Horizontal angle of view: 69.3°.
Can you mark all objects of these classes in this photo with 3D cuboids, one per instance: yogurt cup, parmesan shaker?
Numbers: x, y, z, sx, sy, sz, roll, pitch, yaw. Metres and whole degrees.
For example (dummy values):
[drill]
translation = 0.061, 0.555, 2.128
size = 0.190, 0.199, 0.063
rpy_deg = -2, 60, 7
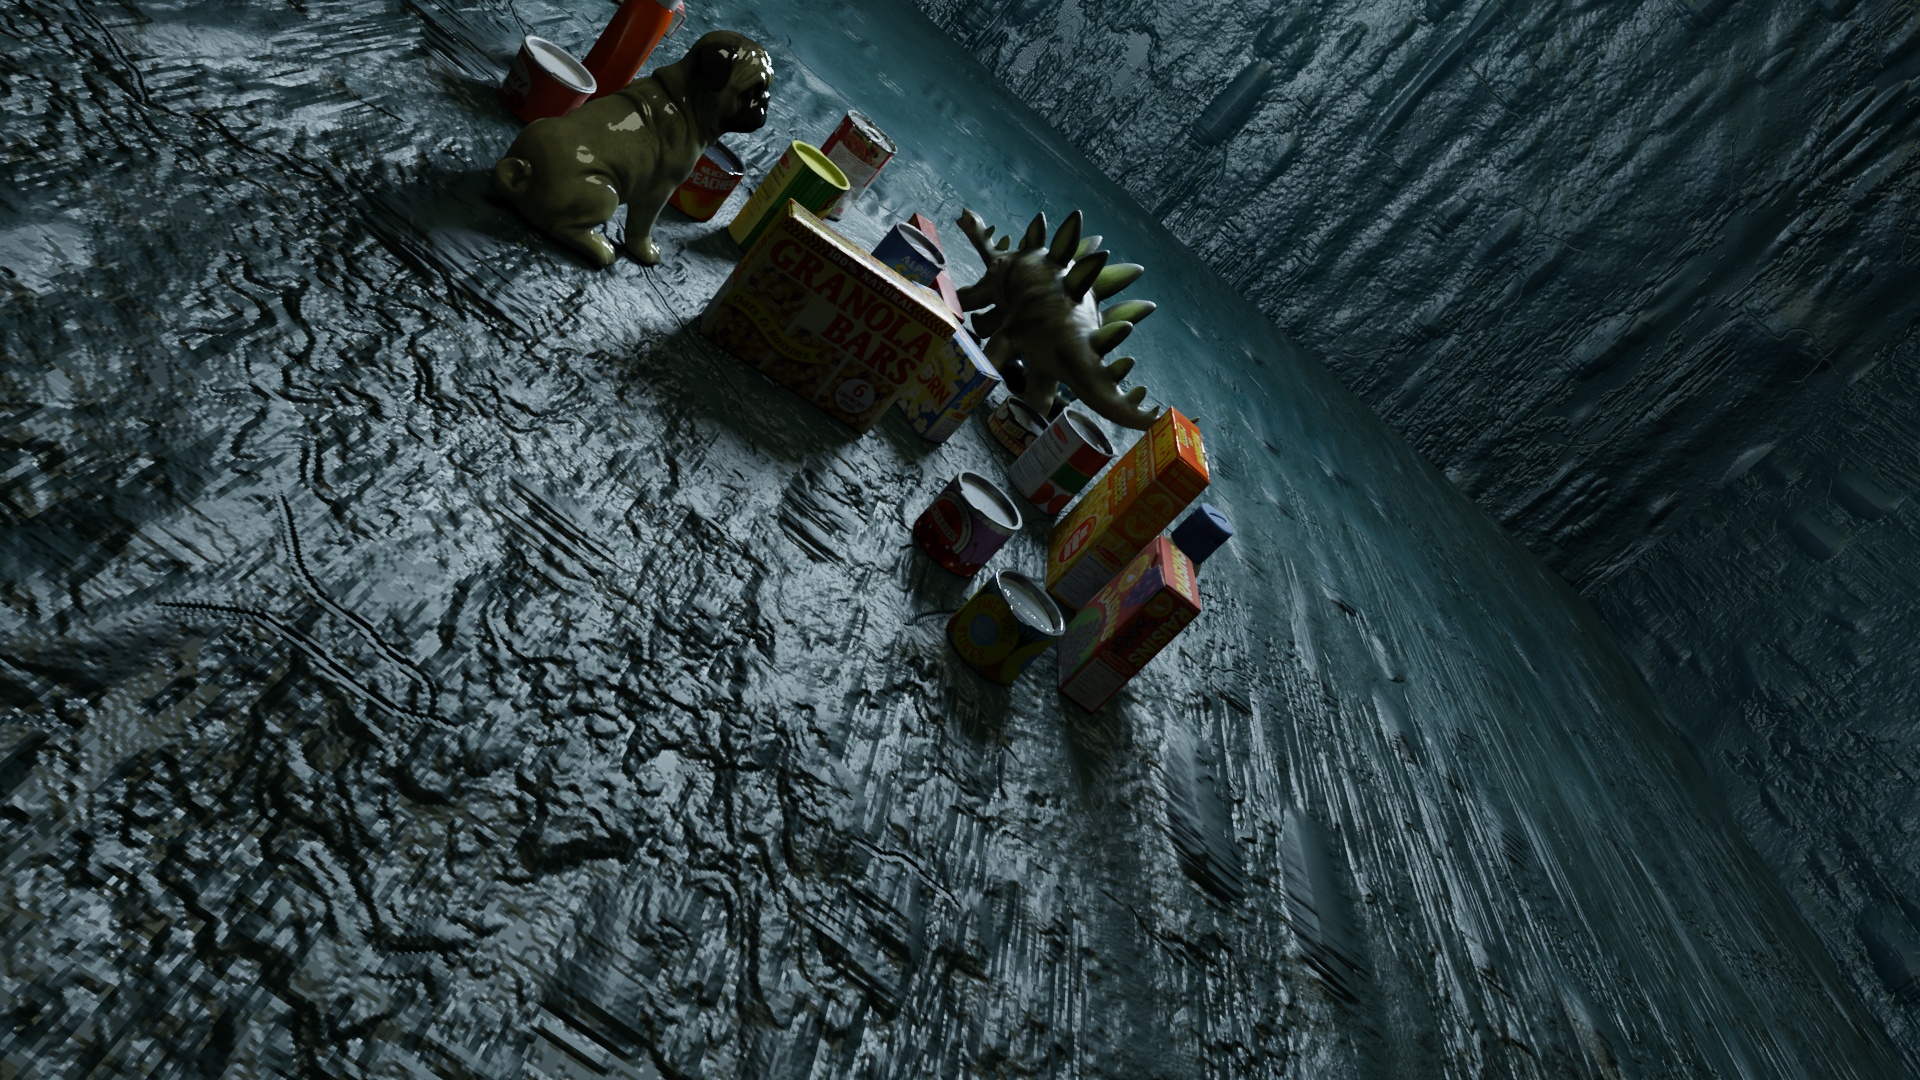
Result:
[yogurt cup]
translation = -0.349, -0.380, 1.166
size = 0.072, 0.053, 0.073
rpy_deg = 36, 23, -18
[parmesan shaker]
translation = -0.160, -0.312, 1.294
size = 0.071, 0.102, 0.071
rpy_deg = 36, 23, -18

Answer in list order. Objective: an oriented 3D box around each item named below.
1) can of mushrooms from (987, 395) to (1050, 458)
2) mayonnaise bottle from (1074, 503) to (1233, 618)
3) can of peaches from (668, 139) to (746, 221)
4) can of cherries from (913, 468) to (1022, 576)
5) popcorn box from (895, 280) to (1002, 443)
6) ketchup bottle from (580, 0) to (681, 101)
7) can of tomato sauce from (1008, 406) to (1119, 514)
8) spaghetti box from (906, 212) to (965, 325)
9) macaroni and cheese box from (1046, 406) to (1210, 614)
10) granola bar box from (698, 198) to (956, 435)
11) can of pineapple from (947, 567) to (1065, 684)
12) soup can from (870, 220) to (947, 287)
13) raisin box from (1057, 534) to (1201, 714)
[can of mushrooms]
translation = 0.061, -0.112, 1.399
size = 0.071, 0.033, 0.071
rpy_deg = 36, 23, -18
[mayonnaise bottle]
translation = 0.165, 0.031, 1.167
size = 0.065, 0.147, 0.041
rpy_deg = 14, 36, -50
[can of peaches]
translation = -0.237, -0.331, 1.260
size = 0.071, 0.058, 0.071
rpy_deg = 36, 23, -18
[can of cherries]
translation = 0.004, -0.014, 1.097
size = 0.071, 0.058, 0.072
rpy_deg = 36, 23, -18
[popcorn box]
translation = -0.029, -0.163, 1.271
size = 0.038, 0.085, 0.127
rpy_deg = 11, 39, -53
[ketchup bottle]
translation = -0.301, -0.473, 1.286
size = 0.043, 0.148, 0.065
rpy_deg = 26, 28, -36
[can of tomato sauce]
translation = 0.098, -0.075, 1.330
size = 0.071, 0.083, 0.071
rpy_deg = 36, 23, -18
[spaghetti box]
translation = -0.039, -0.287, 1.523
size = 0.028, 0.050, 0.251
rpy_deg = 31, 25, -29
[macaroni and cheese box]
translation = 0.145, -0.028, 1.216
size = 0.040, 0.166, 0.124
rpy_deg = 38, 22, -13
[granola bar box]
translation = -0.106, -0.177, 1.116
size = 0.165, 0.124, 0.039
rpy_deg = 31, 25, -27
[can of pineapple]
translation = 0.032, 0.062, 1.008
size = 0.071, 0.057, 0.071
rpy_deg = 36, 23, -18
[soup can]
translation = -0.063, -0.267, 1.403
size = 0.071, 0.083, 0.072
rpy_deg = 36, 23, -18
[raisin box]
translation = 0.128, 0.064, 1.081
size = 0.040, 0.123, 0.086
rpy_deg = 38, 23, -13
